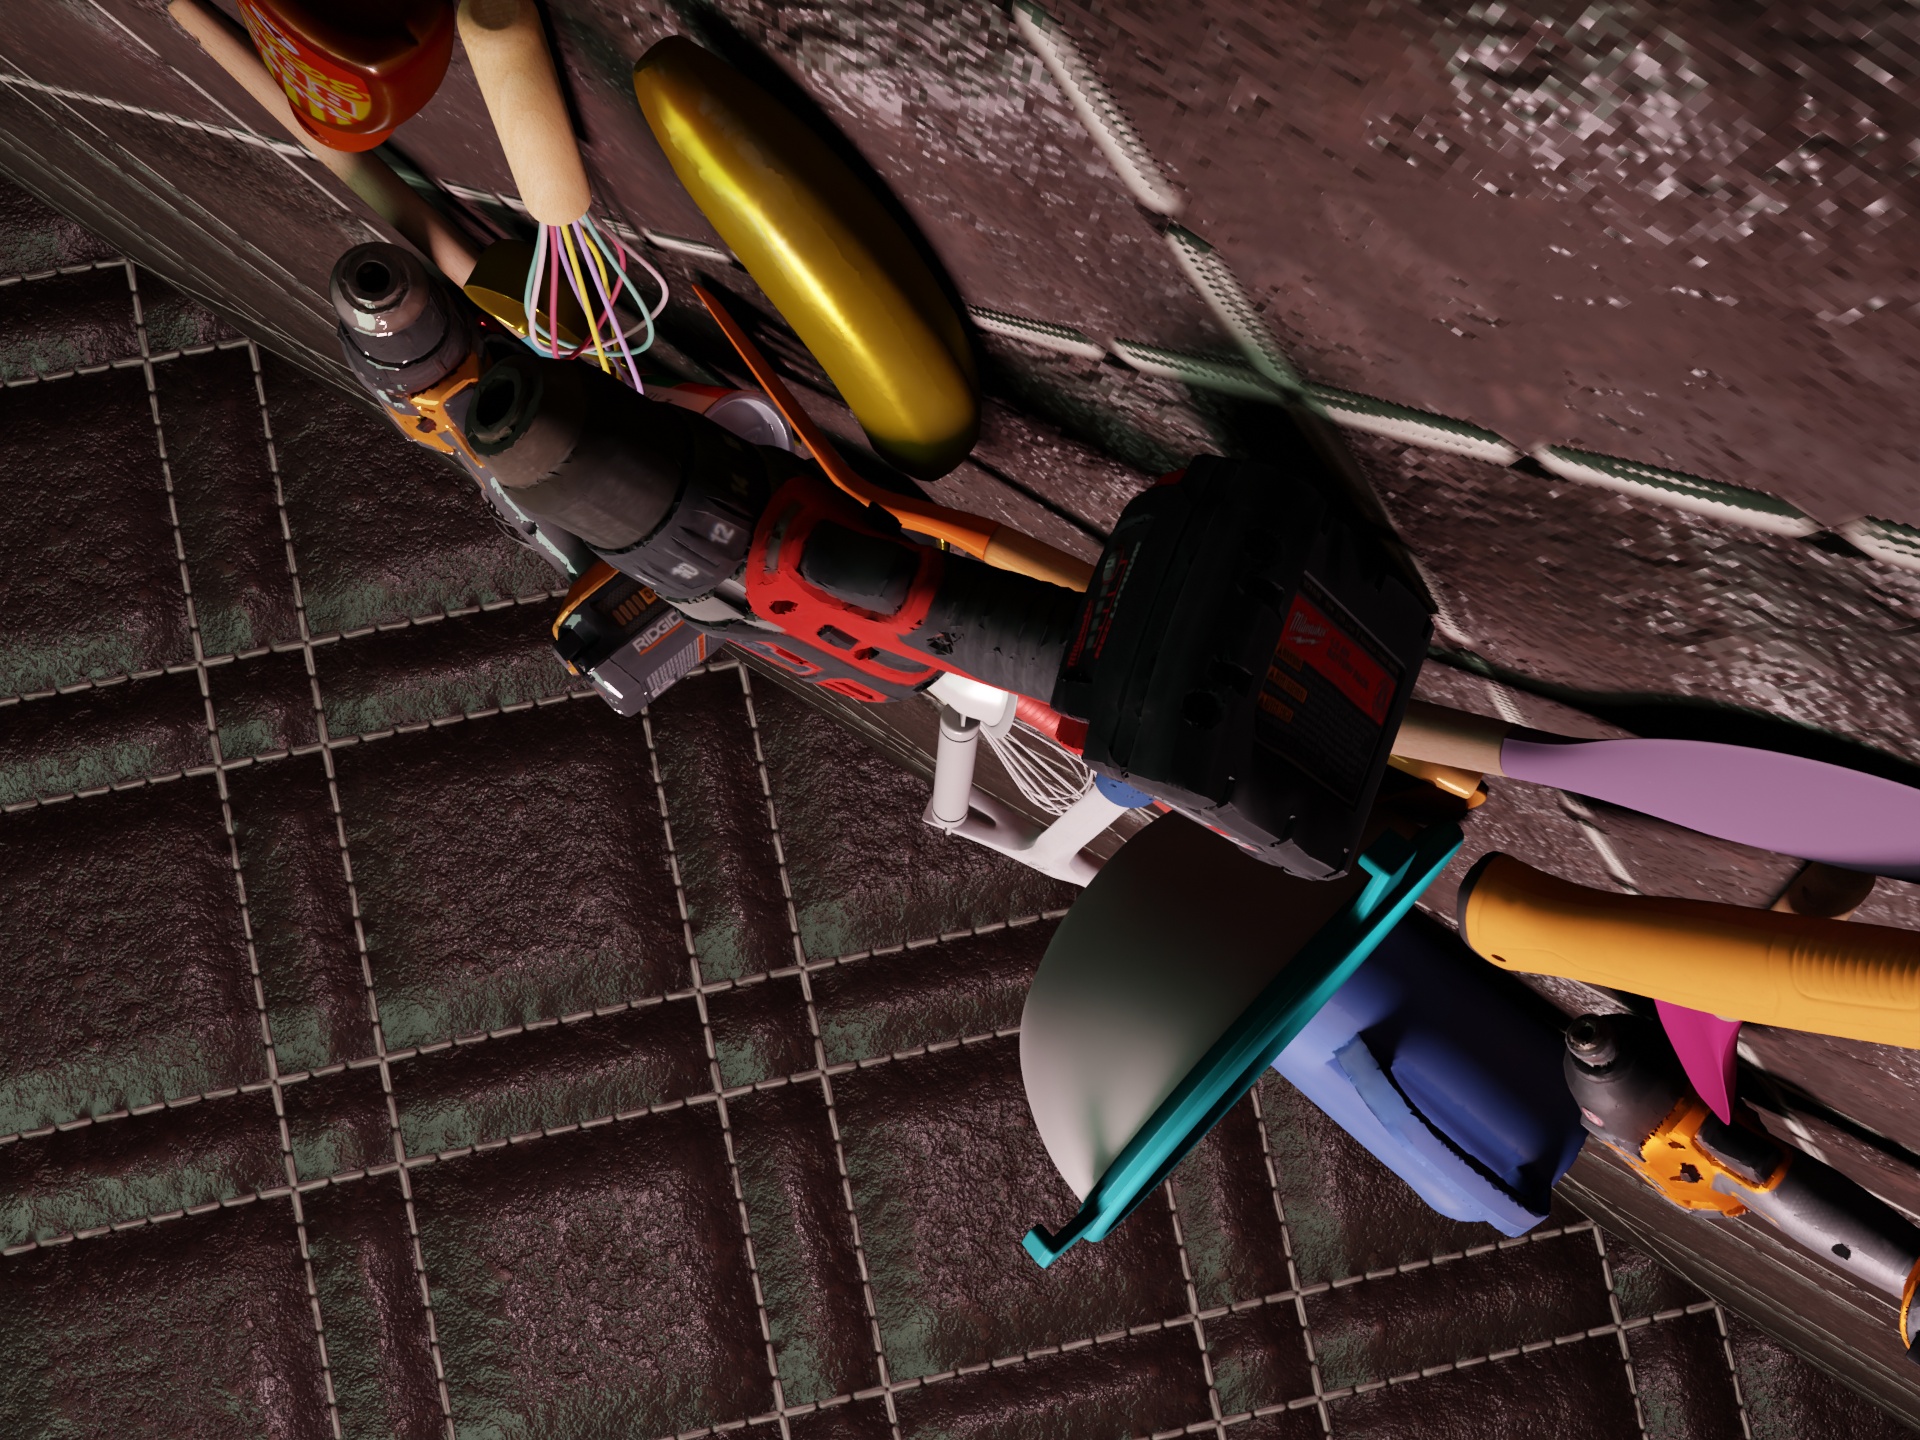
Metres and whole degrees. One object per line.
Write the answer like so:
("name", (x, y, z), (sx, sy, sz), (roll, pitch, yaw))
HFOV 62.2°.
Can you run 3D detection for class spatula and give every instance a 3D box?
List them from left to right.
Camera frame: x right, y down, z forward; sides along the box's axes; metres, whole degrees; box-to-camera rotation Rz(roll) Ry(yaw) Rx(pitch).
("spatula", (-0.206, -0.204, 0.715), (0.317, 0.044, 0.082), (43, 169, -33))
("spatula", (0.037, -0.061, 0.564), (0.323, 0.041, 0.081), (28, 175, 12))
("spatula", (0.134, 0.003, 0.453), (0.059, 0.018, 0.316), (38, 166, -37))

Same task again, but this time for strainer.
("strainer", (-0.001, -0.002, 0.733), (0.258, 0.050, 0.087), (97, 162, -62))
("strainer", (0.113, 0.095, 0.681), (0.095, 0.211, 0.340), (42, -167, 16))

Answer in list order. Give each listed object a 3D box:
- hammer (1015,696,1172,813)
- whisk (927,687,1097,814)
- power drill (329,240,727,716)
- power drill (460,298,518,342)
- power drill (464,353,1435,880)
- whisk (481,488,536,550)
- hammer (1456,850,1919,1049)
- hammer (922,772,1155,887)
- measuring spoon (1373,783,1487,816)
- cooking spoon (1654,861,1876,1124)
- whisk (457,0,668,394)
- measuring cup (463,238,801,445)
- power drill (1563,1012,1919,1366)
("hammer", (-0.002, -0.034, 0.823), (0.359, 0.037, 0.149), (31, 177, -17))
("whisk", (0.009, -0.012, 1.056), (0.246, 0.059, 0.058), (40, 136, -22))
("power drill", (-0.205, -0.115, 0.748), (0.226, 0.084, 0.185), (51, 170, -2))
("power drill", (-0.252, -0.173, 0.979), (0.219, 0.078, 0.143), (40, 171, -31))
("power drill", (-0.008, -0.038, 0.435), (0.227, 0.080, 0.187), (17, 174, 37))
("whisk", (-0.146, -0.100, 0.869), (0.239, 0.055, 0.055), (12, 175, -2))
("hammer", (0.226, 0.064, 0.354), (0.127, 0.034, 0.337), (38, 169, -12))
("hammer", (0.069, 0.033, 0.763), (0.144, 0.035, 0.405), (25, 165, -1))
("measuring spoon", (0.176, 0.028, 0.611), (0.021, 0.011, 0.117), (18, 172, -2))
("cooking spoon", (0.264, 0.090, 0.537), (0.318, 0.017, 0.069), (49, -160, -64))
("whisk", (-0.130, -0.166, 0.522), (0.051, 0.047, 0.245), (21, 170, -2))
("measuring cup", (-0.136, -0.163, 0.691), (0.156, 0.029, 0.062), (23, 176, -20))
("power drill", (0.370, 0.206, 0.690), (0.164, 0.084, 0.227), (39, 176, -33))
